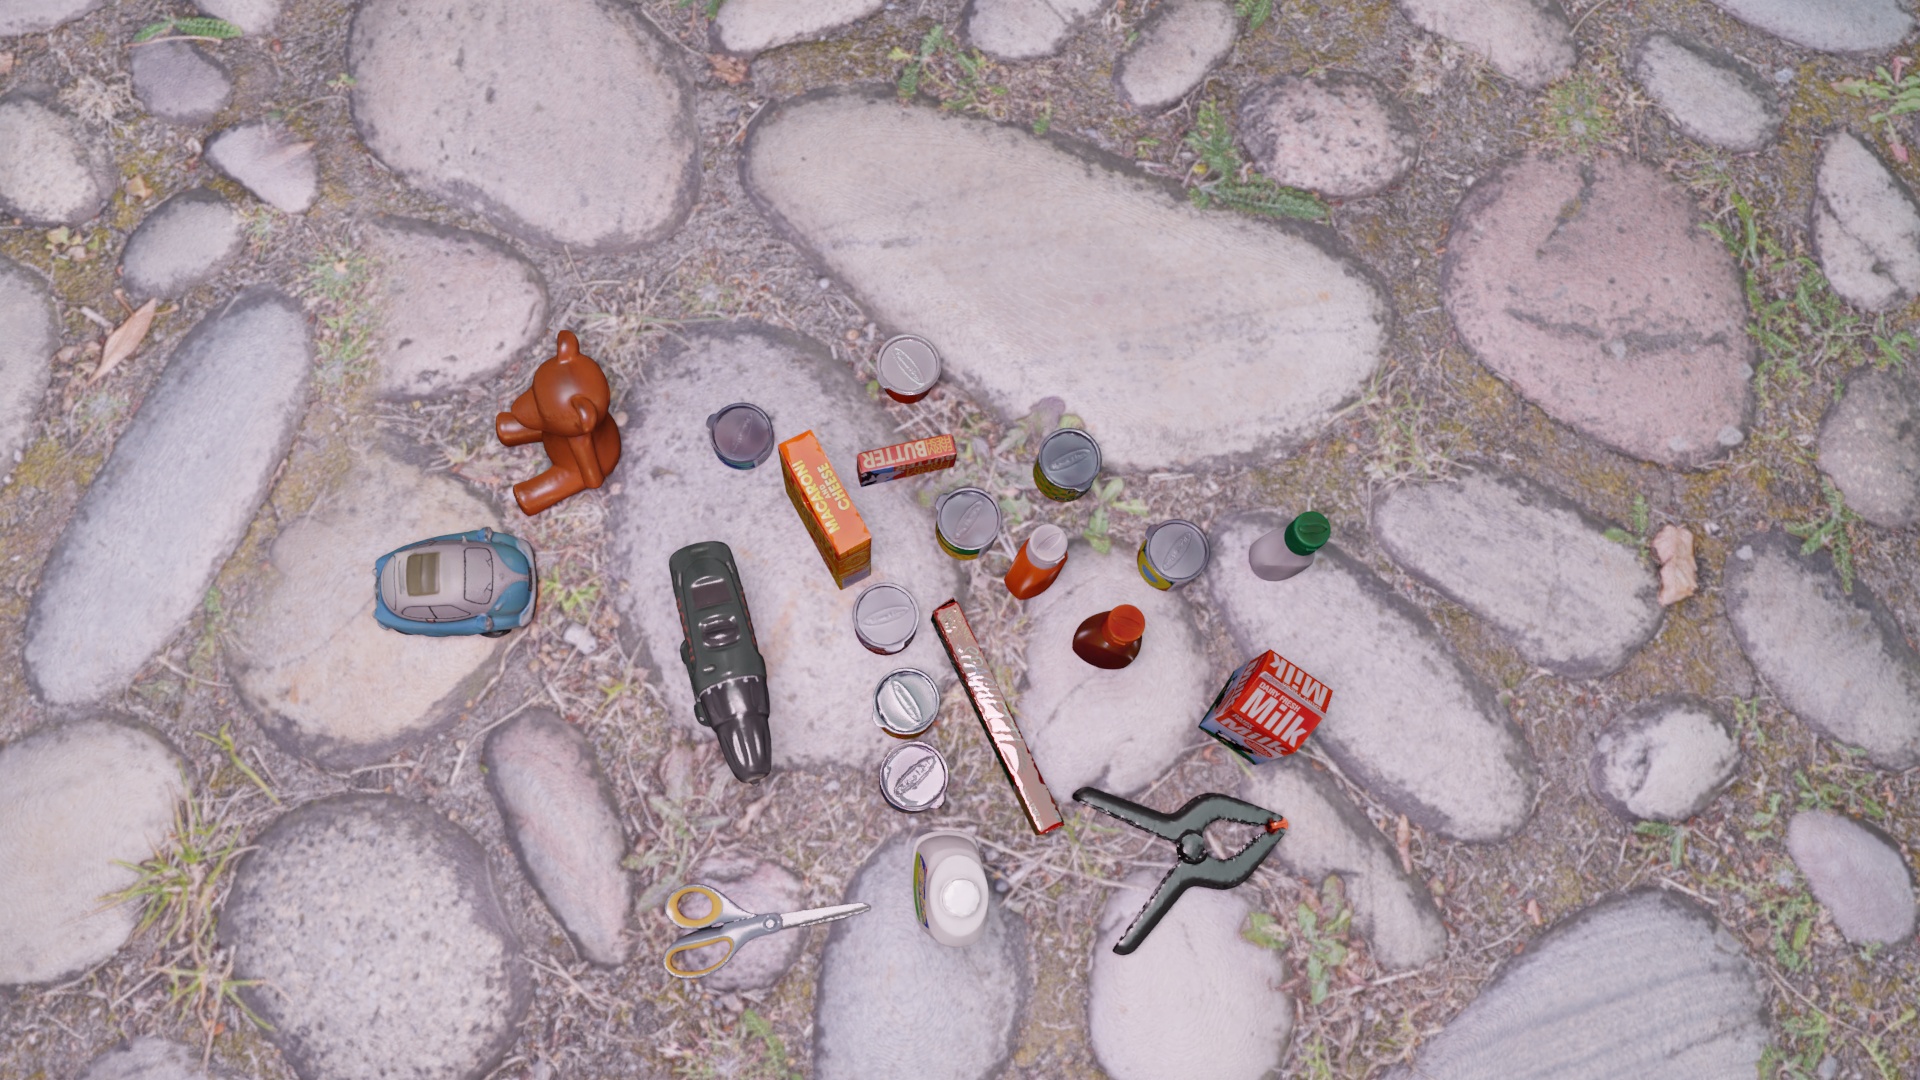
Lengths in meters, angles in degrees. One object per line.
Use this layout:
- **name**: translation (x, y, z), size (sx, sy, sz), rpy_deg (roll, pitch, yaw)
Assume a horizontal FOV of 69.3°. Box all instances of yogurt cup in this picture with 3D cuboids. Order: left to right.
- **yogurt cup**: translation (-0.055, -0.179, 1.473), size (0.072, 0.054, 0.072), rpy_deg (1, 76, -4)

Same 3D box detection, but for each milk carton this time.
- **milk carton**: translation (0.297, 0.161, 1.342), size (0.072, 0.190, 0.073), rpy_deg (35, 77, 5)

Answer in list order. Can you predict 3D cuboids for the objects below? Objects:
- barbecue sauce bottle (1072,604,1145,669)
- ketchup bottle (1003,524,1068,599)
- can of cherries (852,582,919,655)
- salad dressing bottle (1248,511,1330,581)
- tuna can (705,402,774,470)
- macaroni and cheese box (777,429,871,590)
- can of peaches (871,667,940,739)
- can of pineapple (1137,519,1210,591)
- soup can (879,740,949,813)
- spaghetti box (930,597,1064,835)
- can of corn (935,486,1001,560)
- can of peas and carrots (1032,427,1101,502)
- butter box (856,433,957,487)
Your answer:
- **barbecue sauce bottle**: translation (0.151, 0.094, 1.370), size (0.065, 0.148, 0.044), rpy_deg (20, 76, 1)
- **ketchup bottle**: translation (0.080, 0.019, 1.384), size (0.065, 0.148, 0.043), rpy_deg (-38, 82, -11)
- **can of cherries**: translation (-0.076, 0.083, 1.404), size (0.071, 0.058, 0.071), rpy_deg (1, 76, -4)
- **salad dressing bottle**: translation (0.335, 0.006, 1.405), size (0.064, 0.147, 0.044), rpy_deg (0, 77, -4)
- **tuna can**: translation (-0.231, -0.109, 1.455), size (0.071, 0.032, 0.071), rpy_deg (1, 76, -4)
- **macaroni and cheese box**: translation (-0.133, -0.026, 1.372), size (0.040, 0.166, 0.124), rpy_deg (-28, 80, -10)
- **can of peaches**: translation (-0.057, 0.164, 1.385), size (0.071, 0.058, 0.071), rpy_deg (1, 76, -4)
- **can of pineapple**: translation (0.219, 0.015, 1.441), size (0.071, 0.057, 0.071), rpy_deg (1, 76, -4)
- **soup can**: translation (-0.045, 0.235, 1.355), size (0.071, 0.083, 0.071), rpy_deg (1, 76, -4)
- **spaghetti box**: translation (0.035, 0.177, 1.392), size (0.029, 0.050, 0.250), rpy_deg (-25, 79, -9)
- **can of corn**: translation (0.005, -0.018, 1.435), size (0.071, 0.058, 0.071), rpy_deg (1, 76, -4)
- **can of peas and carrots**: translation (0.112, -0.076, 1.456), size (0.071, 0.058, 0.071), rpy_deg (1, 76, -4)
- **butter box**: translation (-0.056, -0.084, 1.450), size (0.103, 0.053, 0.024), rpy_deg (-13, 78, -7)
